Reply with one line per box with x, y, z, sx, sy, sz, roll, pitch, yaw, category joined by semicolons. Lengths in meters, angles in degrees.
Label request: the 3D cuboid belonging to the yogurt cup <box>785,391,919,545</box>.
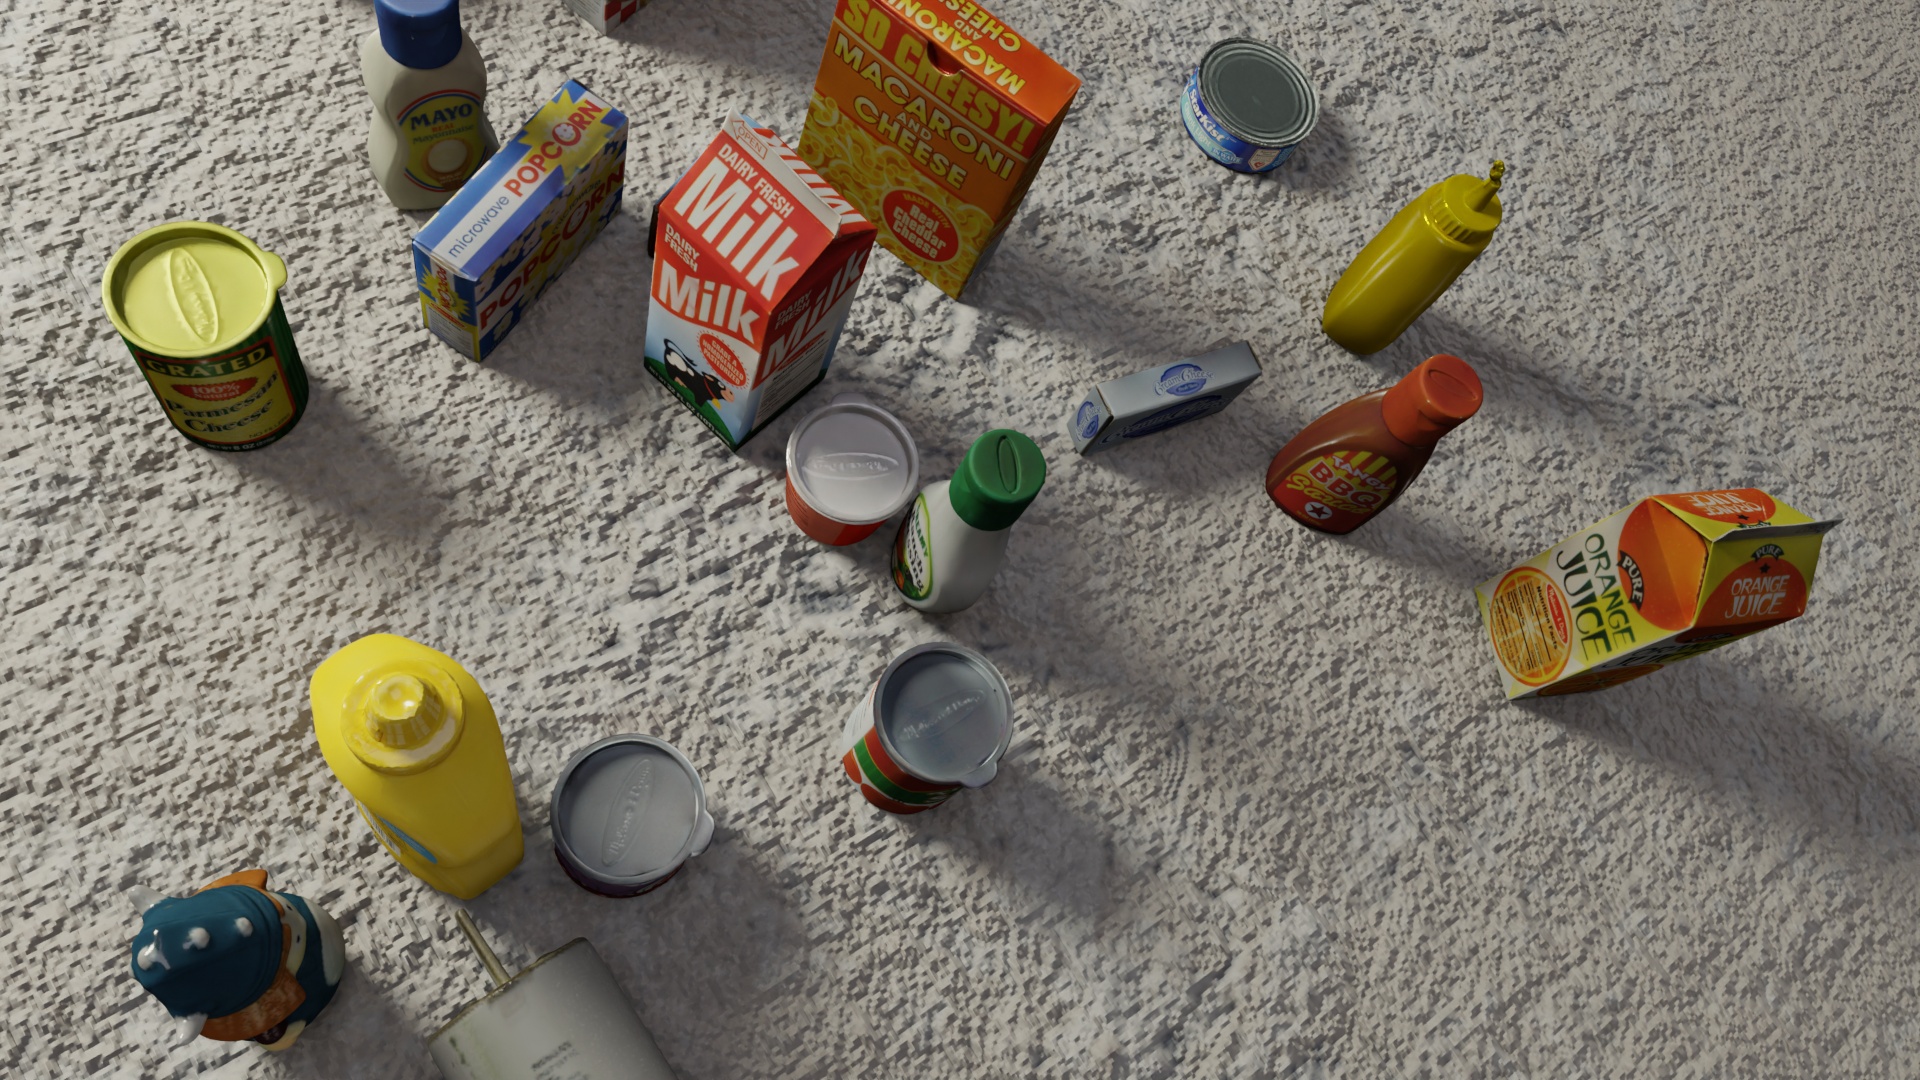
-0.060;-0.031;0.720;0.072;0.053;0.072;6;68;-14;yogurt cup

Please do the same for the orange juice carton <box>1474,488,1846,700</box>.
0.370;0.026;0.746;0.072;0.192;0.073;-3;70;-17;orange juice carton

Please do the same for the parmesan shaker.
-0.337;-0.090;0.634;0.071;0.102;0.071;6;68;-14;parmesan shaker

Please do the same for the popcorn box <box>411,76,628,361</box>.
-0.222;-0.162;0.707;0.038;0.085;0.127;33;64;-2;popcorn box

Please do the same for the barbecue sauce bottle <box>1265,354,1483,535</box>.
0.227;-0.052;0.760;0.065;0.148;0.044;29;64;-4;barbecue sauce bottle

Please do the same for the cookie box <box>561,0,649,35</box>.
-0.164;-0.376;0.764;0.040;0.166;0.123;40;64;1;cookie box

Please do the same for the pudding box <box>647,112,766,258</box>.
-0.135;-0.189;0.763;0.030;0.049;0.084;35;64;-1;pudding box

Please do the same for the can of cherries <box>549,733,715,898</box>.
-0.149;0.127;0.627;0.071;0.058;0.072;6;68;-14;can of cherries

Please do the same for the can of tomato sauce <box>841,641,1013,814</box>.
-0.016;0.093;0.666;0.071;0.082;0.071;6;68;-14;can of tomato sauce

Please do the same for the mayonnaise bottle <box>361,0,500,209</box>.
-0.263;-0.222;0.684;0.065;0.147;0.041;-23;77;-23;mayonnaise bottle

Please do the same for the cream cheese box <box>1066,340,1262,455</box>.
0.116;-0.081;0.791;0.104;0.053;0.024;-18;75;-22;cream cheese box

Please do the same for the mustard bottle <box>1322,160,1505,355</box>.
0.271;-0.169;0.813;0.049;0.159;0.065;30;64;-3;mustard bottle

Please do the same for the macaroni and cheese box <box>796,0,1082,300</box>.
-0.019;-0.217;0.743;0.124;0.165;0.040;36;64;0;macaroni and cheese box

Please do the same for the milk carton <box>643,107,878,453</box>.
-0.098;-0.125;0.670;0.072;0.189;0.074;44;64;4;milk carton

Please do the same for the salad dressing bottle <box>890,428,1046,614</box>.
0.002;-0.008;0.677;0.044;0.147;0.064;-1;70;-17;salad dressing bottle
